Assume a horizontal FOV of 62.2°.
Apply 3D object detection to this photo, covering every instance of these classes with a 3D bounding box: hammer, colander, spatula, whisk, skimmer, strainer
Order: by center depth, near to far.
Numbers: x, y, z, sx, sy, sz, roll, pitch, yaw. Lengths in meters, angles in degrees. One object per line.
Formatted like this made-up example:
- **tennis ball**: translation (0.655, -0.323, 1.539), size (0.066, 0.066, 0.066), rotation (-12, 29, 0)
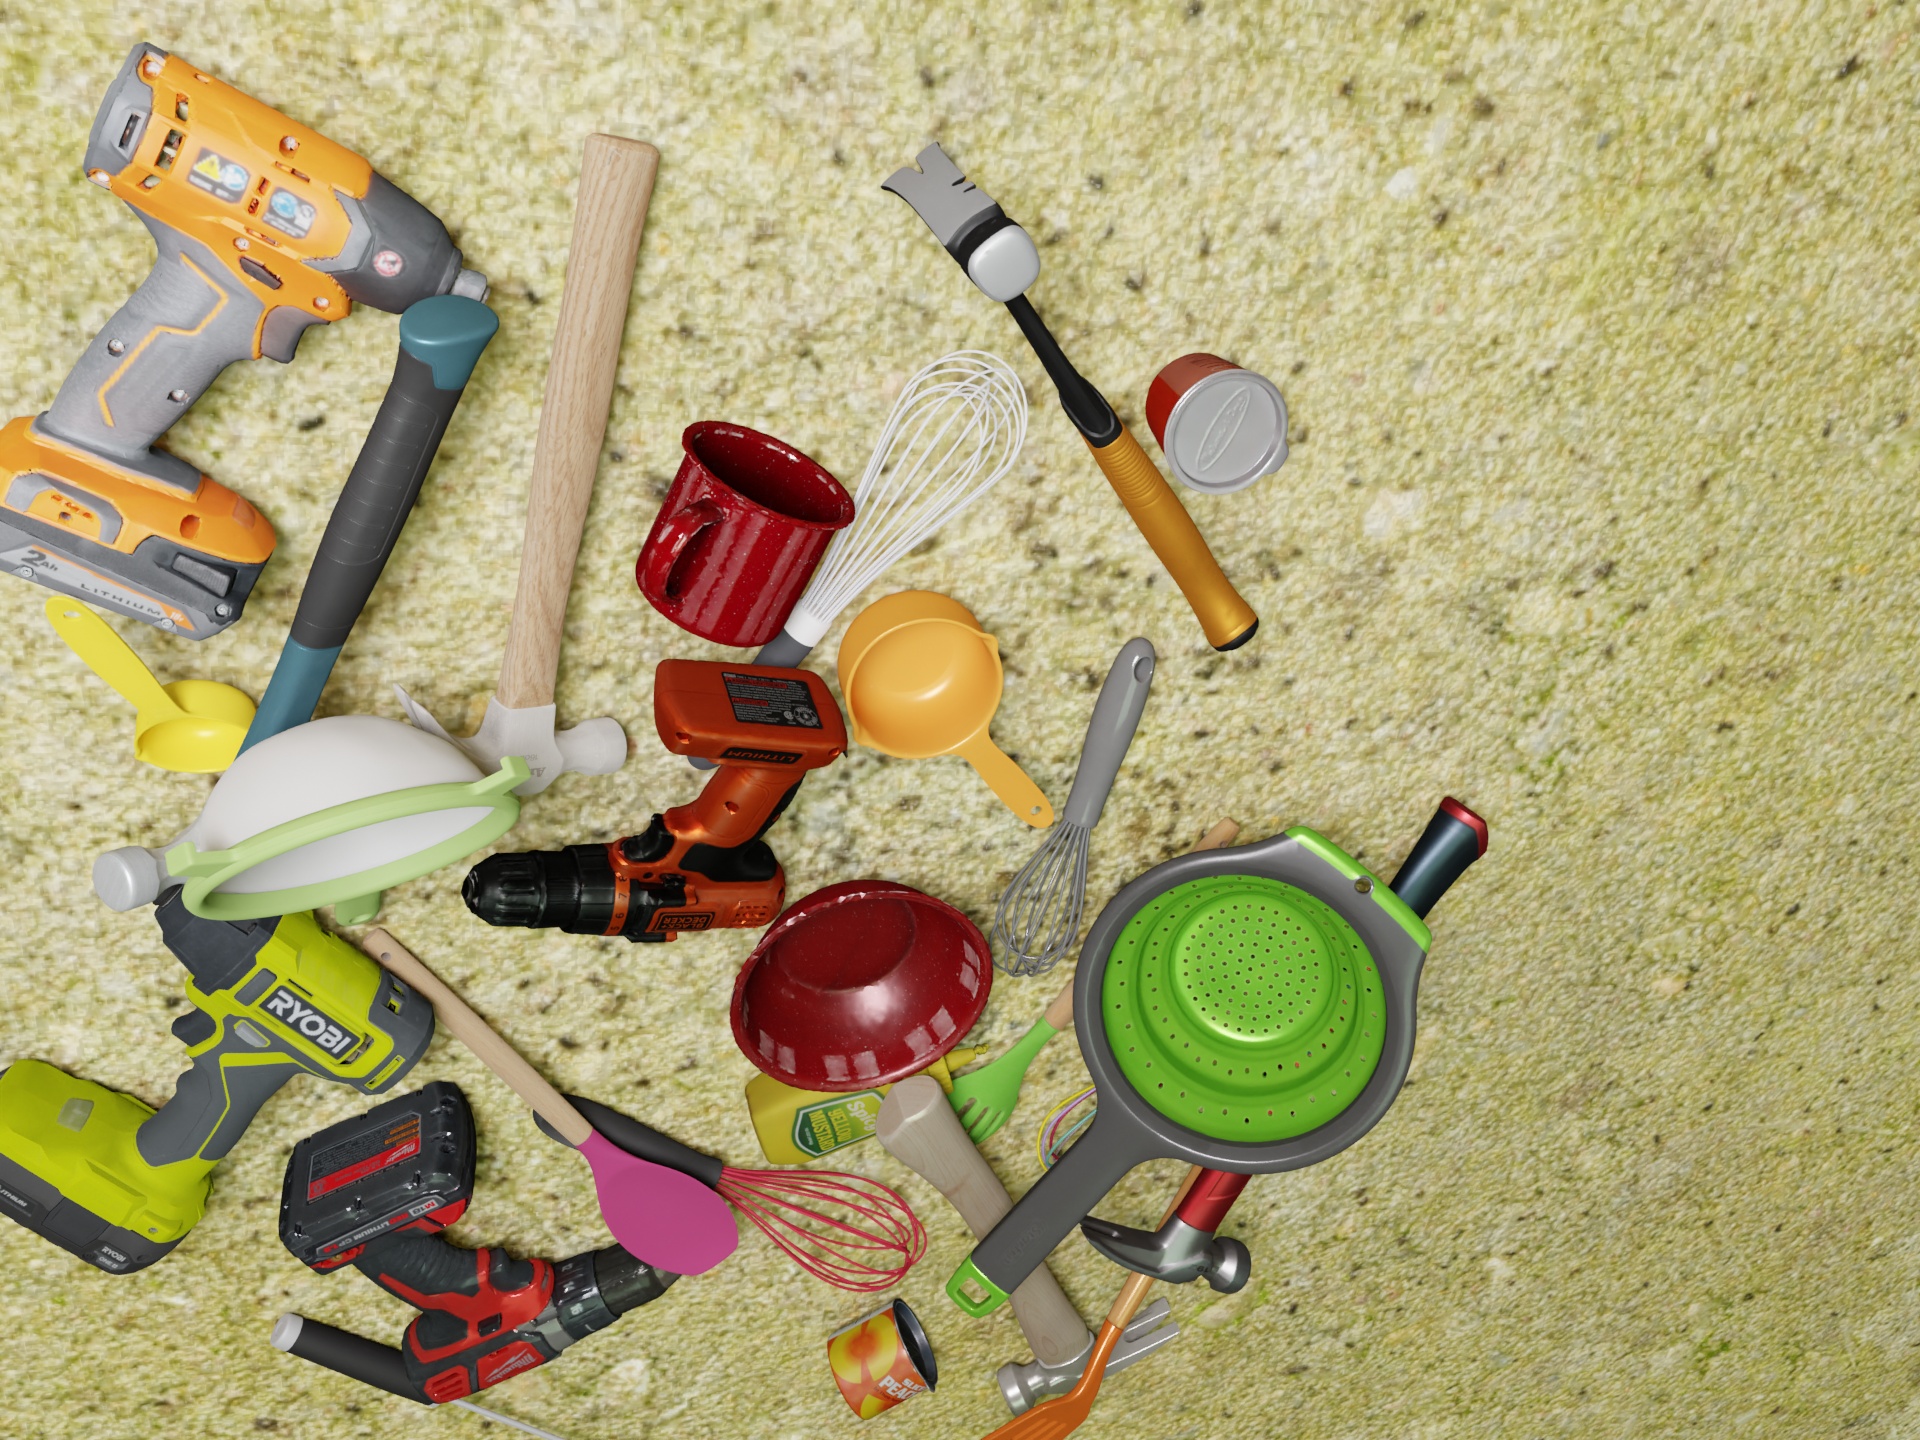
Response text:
- **hammer**: translation (-0.296, -0.050, 0.742), size (0.033, 0.128, 0.331), rotation (40, 115, 14)
- **hammer**: translation (-0.196, -0.113, 0.771), size (0.130, 0.031, 0.331), rotation (-10, 123, -49)
- **strainer**: translation (-0.305, 0.051, 0.787), size (0.151, 0.256, 0.069), rotation (-16, 80, -24)
- **hammer**: translation (0.073, -0.147, 0.822), size (0.034, 0.127, 0.336), rotation (-37, 133, 6)
- **whisk**: translation (-0.062, -0.075, 0.841), size (0.070, 0.070, 0.284), rotation (28, 114, -28)
- **whisk**: translation (0.070, 0.057, 0.966), size (0.055, 0.055, 0.239), rotation (10, 113, -21)
- **colander**: translation (0.128, 0.230, 1.016), size (0.204, 0.094, 0.397), rotation (41, 107, 5)
- **whisk**: translation (-0.147, 0.308, 1.049), size (0.295, 0.073, 0.073), rotation (29, 109, -22)
- **hammer**: translation (0.224, 0.215, 1.071), size (0.143, 0.038, 0.386), rotation (25, 102, -26)
- **whisk**: translation (0.143, 0.227, 1.092), size (0.245, 0.047, 0.051), rotation (-45, 134, 8)
- **skimmer**: translation (-0.324, 0.517, 1.103), size (0.363, 0.090, 0.127), rotation (38, 139, -28)
- **hammer**: translation (0.043, 0.367, 1.118), size (0.146, 0.038, 0.410), rotation (-25, 132, -2)
- **spatula**: translation (0.117, 0.407, 1.145), size (0.080, 0.041, 0.322), rotation (36, 83, -43)

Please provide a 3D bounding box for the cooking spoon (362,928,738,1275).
- **cooking spoon**: translation (-0.246, 0.237, 0.969), size (0.069, 0.017, 0.318), rotation (-35, 114, 5)

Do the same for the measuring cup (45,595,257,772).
- **measuring cup**: translation (-0.387, -0.023, 0.757), size (0.062, 0.029, 0.156), rotation (-12, 150, -2)

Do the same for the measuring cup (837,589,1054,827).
- **measuring cup**: translation (-0.001, -0.003, 0.903), size (0.095, 0.052, 0.173), rotation (-37, 125, 8)

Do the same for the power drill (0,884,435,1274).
- **power drill**: translation (-0.430, 0.188, 0.877), size (0.223, 0.080, 0.171), rotation (-41, 115, 9)

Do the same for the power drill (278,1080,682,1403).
- **power drill**: translation (-0.298, 0.332, 1.009), size (0.188, 0.080, 0.226), rotation (-23, 127, -1)

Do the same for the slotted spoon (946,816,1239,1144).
- **slotted spoon**: translation (0.076, 0.181, 1.051), size (0.070, 0.031, 0.313), rotation (31, 107, -34)

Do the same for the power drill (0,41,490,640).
- **power drill**: translation (-0.323, -0.154, 0.704), size (0.164, 0.084, 0.226), rotation (24, 108, -28)
